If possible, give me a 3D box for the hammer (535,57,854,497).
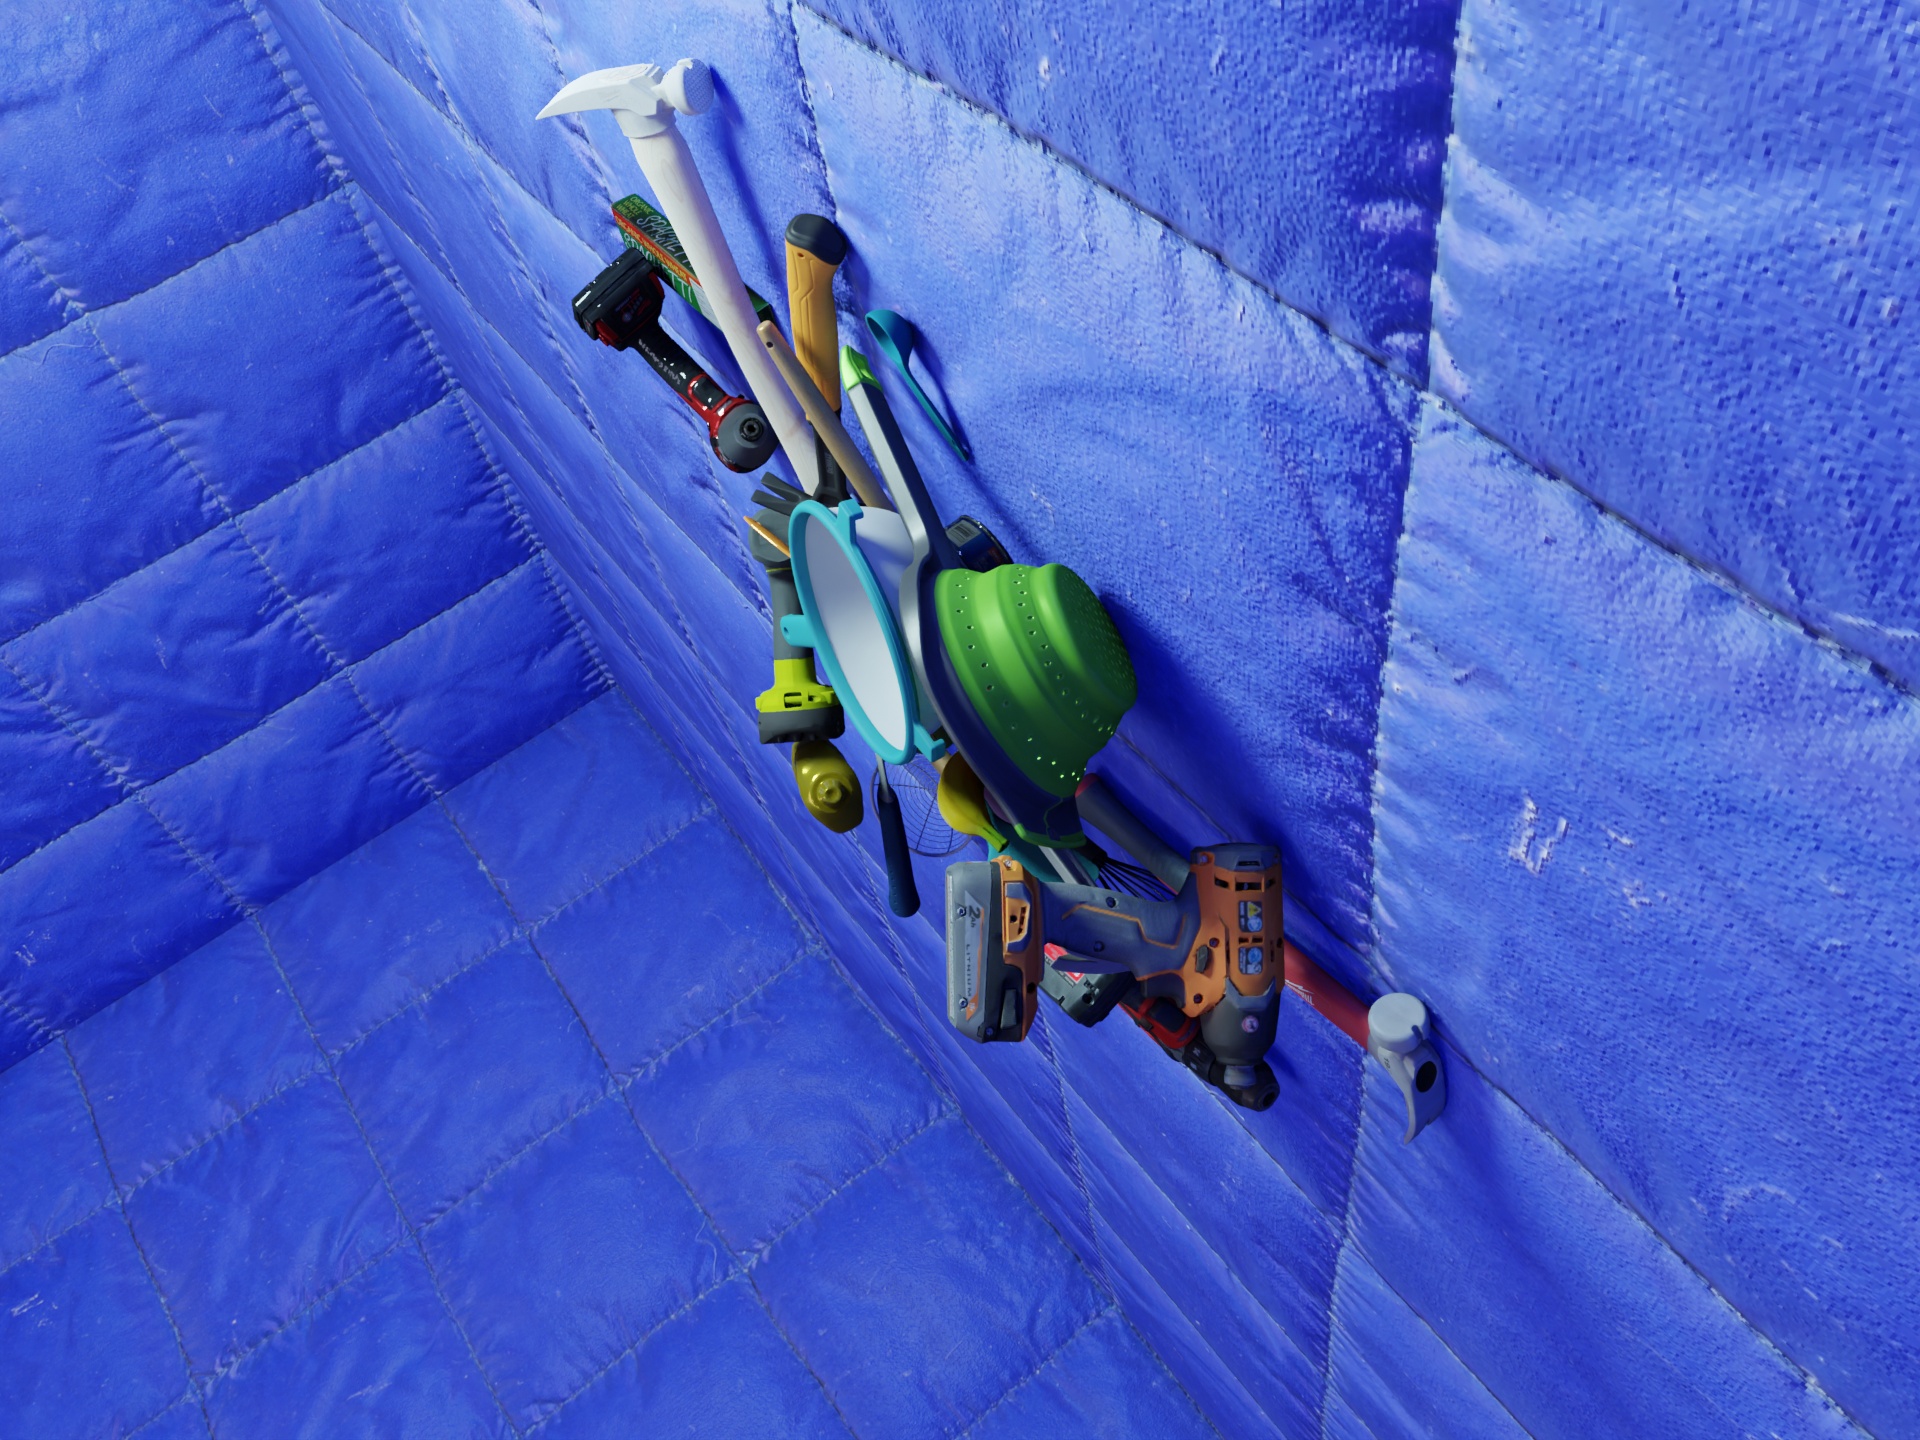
[{"bbox_3d":[-0.190,-0.331,1.289,0.146,0.038,0.410,4,140,28],"label":"hammer"}]

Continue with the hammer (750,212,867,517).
[{"bbox_3d":[-0.115,-0.260,1.241,0.127,0.034,0.336,20,152,10],"label":"hammer"}]

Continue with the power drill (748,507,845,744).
[{"bbox_3d":[-0.161,-0.094,1.562,0.171,0.080,0.223,-78,-17,-86],"label":"power drill"}]

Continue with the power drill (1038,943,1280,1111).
[{"bbox_3d":[0.158,0.237,1.325,0.226,0.080,0.188,37,-179,-43],"label":"power drill"}]

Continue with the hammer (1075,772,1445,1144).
[{"bbox_3d":[0.206,0.157,1.190,0.387,0.038,0.143,40,160,45],"label":"hammer"}]

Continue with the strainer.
[{"bbox_3d":[-0.067,-0.083,1.268,0.211,0.095,0.340,71,164,-10],"label":"strainer"}]

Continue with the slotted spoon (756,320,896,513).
[{"bbox_3d":[-0.068,-0.180,1.245,0.070,0.031,0.313,-14,127,30],"label":"slotted spoon"}]

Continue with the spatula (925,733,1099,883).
[{"bbox_3d":[0.010,0.067,1.382,0.044,0.082,0.318,38,-173,-38],"label":"spatula"}]

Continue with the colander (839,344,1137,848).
[{"bbox_3d":[0.023,-0.110,1.087,0.204,0.094,0.397,13,-130,-63],"label":"colander"}]

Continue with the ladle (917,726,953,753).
[{"bbox_3d":[-0.075,-0.108,1.496,0.078,0.062,0.320,17,131,54],"label":"ladle"}]

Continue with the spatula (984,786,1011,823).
[{"bbox_3d":[-0.002,-0.005,1.439,0.316,0.018,0.059,64,151,7],"label":"spatula"}]

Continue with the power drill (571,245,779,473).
[{"bbox_3d":[-0.254,-0.322,1.469,0.219,0.078,0.143,47,175,-12],"label":"power drill"}]

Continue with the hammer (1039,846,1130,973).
[{"bbox_3d":[0.031,0.050,1.248,0.149,0.036,0.359,6,-140,-50],"label":"hammer"}]

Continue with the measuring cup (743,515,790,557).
[{"bbox_3d":[-0.122,-0.156,1.424,0.174,0.052,0.095,37,-167,21],"label":"measuring cup"}]

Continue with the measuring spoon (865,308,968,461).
[{"bbox_3d":[-0.023,-0.238,1.119,0.128,0.021,0.042,54,174,-29],"label":"measuring spoon"}]

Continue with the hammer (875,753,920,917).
[{"bbox_3d":[-0.073,0.070,1.565,0.405,0.035,0.144,83,162,-49],"label":"hammer"}]

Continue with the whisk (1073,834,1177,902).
[{"bbox_3d":[0.114,0.115,1.327,0.239,0.055,0.055,39,158,36],"label":"whisk"}]

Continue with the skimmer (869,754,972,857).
[{"bbox_3d":[-0.002,0.077,1.554,0.127,0.090,0.363,58,165,-5],"label":"skimmer"}]

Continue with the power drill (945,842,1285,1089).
[{"bbox_3d":[0.106,0.165,1.063,0.084,0.226,0.164,137,132,-83],"label":"power drill"}]
